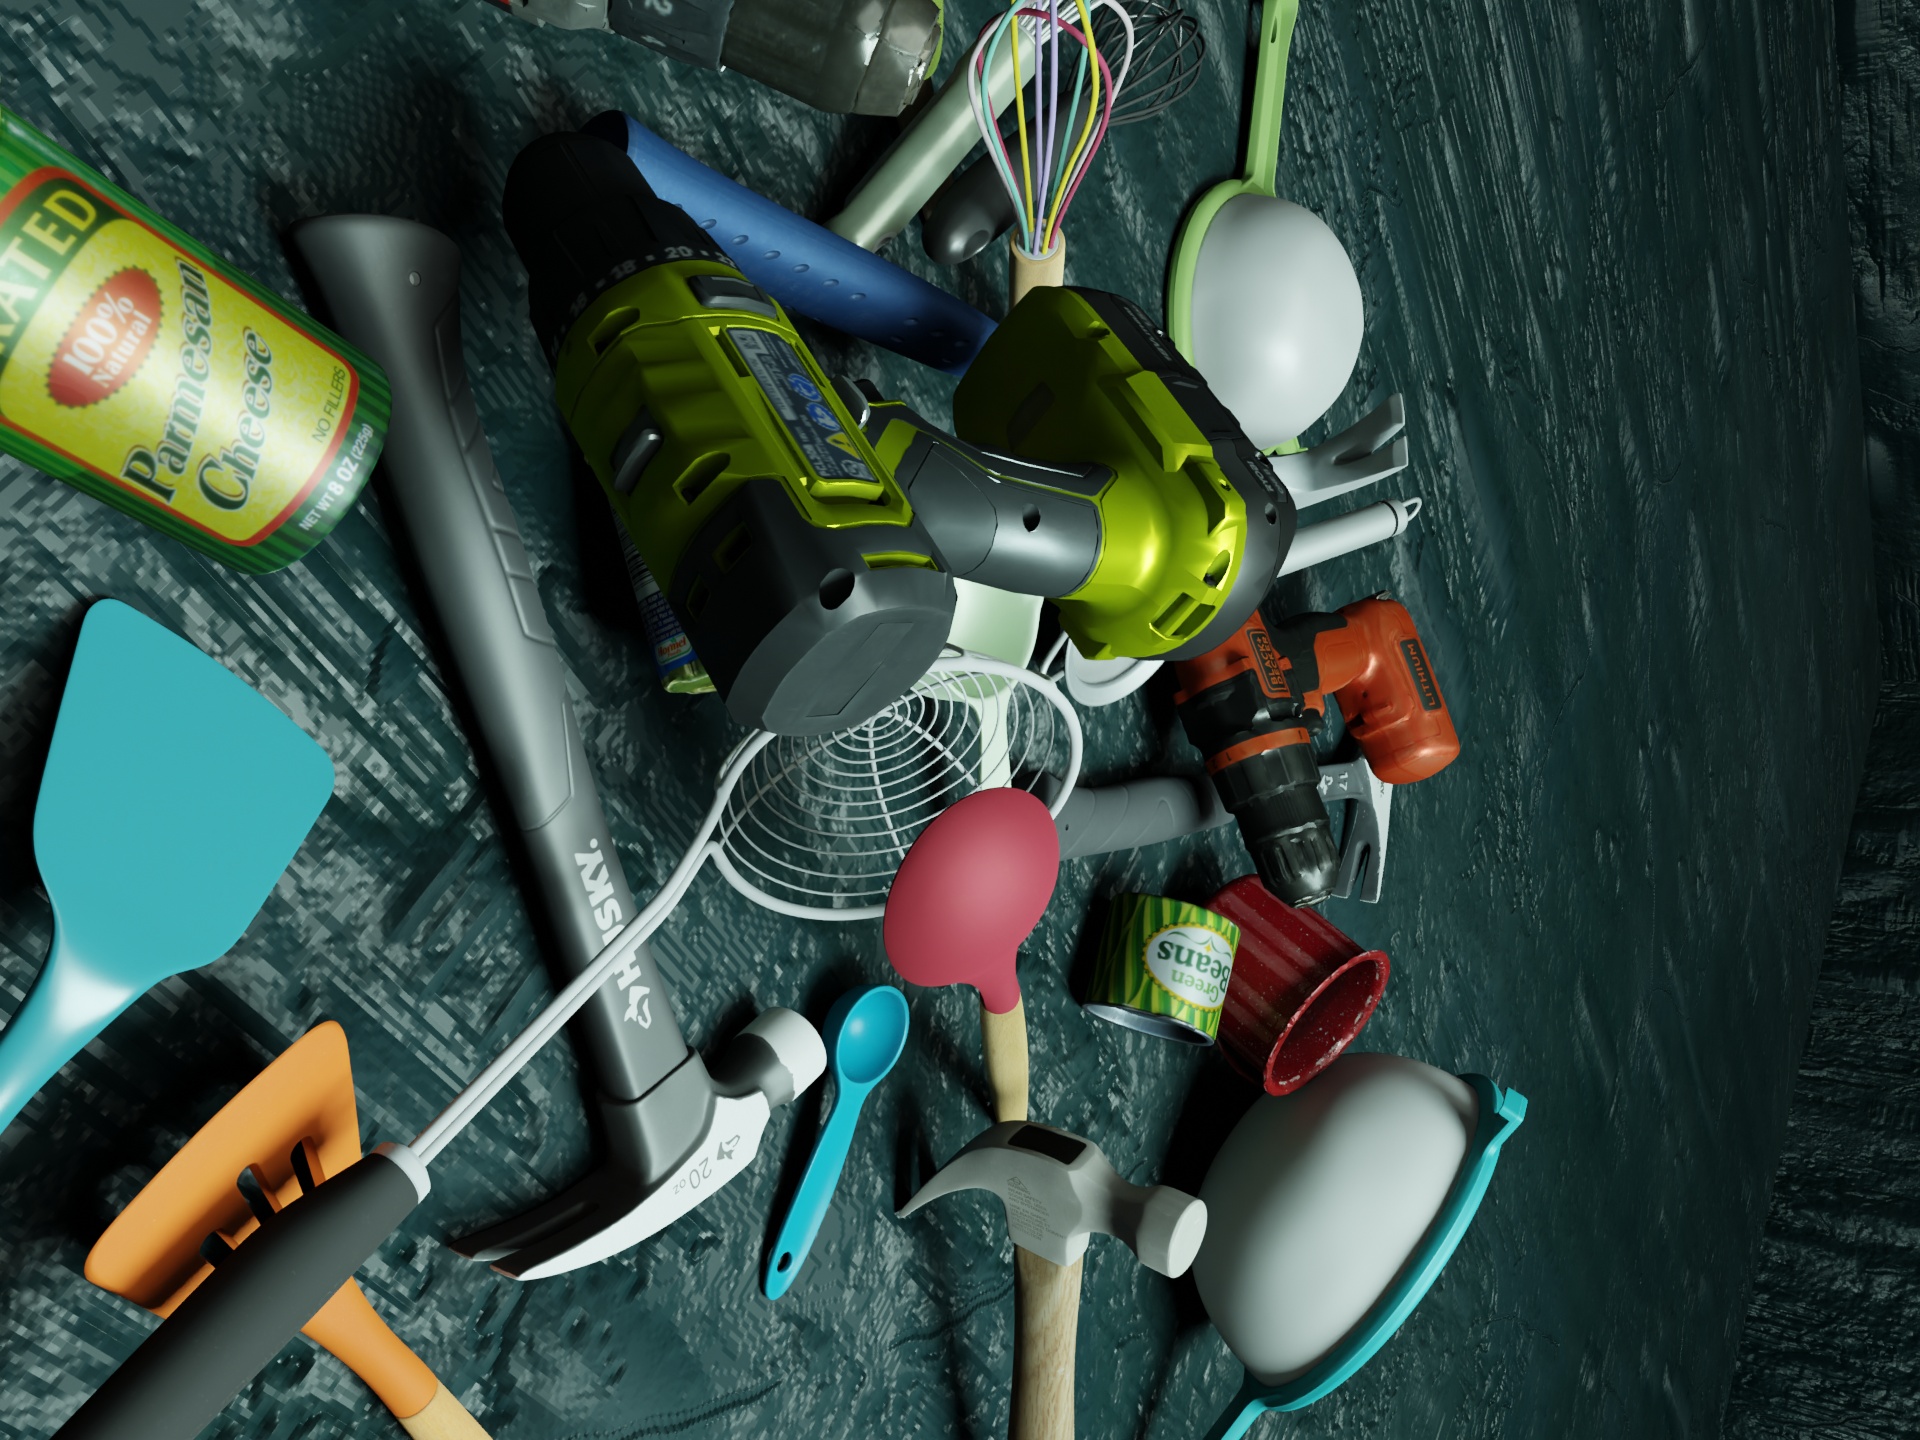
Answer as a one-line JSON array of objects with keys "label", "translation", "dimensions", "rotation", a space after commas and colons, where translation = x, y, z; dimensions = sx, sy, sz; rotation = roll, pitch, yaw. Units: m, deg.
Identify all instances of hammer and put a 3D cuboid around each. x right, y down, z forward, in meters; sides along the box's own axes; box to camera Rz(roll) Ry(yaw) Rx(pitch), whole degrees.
[{"label": "hammer", "translation": [-0.133, 0.014, 0.489], "dimensions": [0.146, 0.035, 0.334], "rotation": [-37, 122, -45]}, {"label": "hammer", "translation": [0.033, 0.318, 0.696], "dimensions": [0.031, 0.130, 0.331], "rotation": [-28, 127, -48]}, {"label": "hammer", "translation": [0.148, 0.046, 0.865], "dimensions": [0.408, 0.036, 0.149], "rotation": [-4, 98, -52]}, {"label": "hammer", "translation": [0.028, -0.141, 0.628], "dimensions": [0.405, 0.144, 0.035], "rotation": [12, 71, -46]}]

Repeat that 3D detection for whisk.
[{"label": "whisk", "translation": [0.030, -0.186, 0.587], "dimensions": [0.051, 0.047, 0.244], "rotation": [-56, 169, -14]}, {"label": "whisk", "translation": [0.045, -0.254, 0.676], "dimensions": [0.239, 0.055, 0.055], "rotation": [-53, 133, -37]}, {"label": "whisk", "translation": [0.026, -0.266, 0.610], "dimensions": [0.059, 0.058, 0.246], "rotation": [40, 82, -9]}]

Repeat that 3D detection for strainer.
[{"label": "strainer", "translation": [0.127, -0.070, 0.750], "dimensions": [0.258, 0.050, 0.086], "rotation": [-20, 134, -28]}, {"label": "strainer", "translation": [0.179, -0.263, 0.839], "dimensions": [0.151, 0.069, 0.256], "rotation": [4, 92, -53]}, {"label": "strainer", "translation": [0.149, 0.302, 0.849], "dimensions": [0.340, 0.095, 0.211], "rotation": [-51, 174, -8]}]

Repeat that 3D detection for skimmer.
[{"label": "skimmer", "translation": [-0.090, 0.097, 0.447], "dimensions": [0.363, 0.090, 0.127], "rotation": [-47, 158, -40]}]

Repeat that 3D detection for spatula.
[{"label": "spatula", "translation": [-0.150, 0.224, 0.486], "dimensions": [0.081, 0.041, 0.322], "rotation": [-51, 132, -38]}, {"label": "spatula", "translation": [-0.250, 0.121, 0.359], "dimensions": [0.082, 0.044, 0.318], "rotation": [50, 60, -44]}]

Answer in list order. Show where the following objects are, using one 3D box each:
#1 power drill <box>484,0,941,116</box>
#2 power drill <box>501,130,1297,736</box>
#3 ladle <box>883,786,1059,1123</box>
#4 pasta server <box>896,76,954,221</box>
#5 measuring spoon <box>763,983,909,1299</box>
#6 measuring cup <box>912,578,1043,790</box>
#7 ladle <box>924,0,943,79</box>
[{"label": "power drill", "translation": [-0.069, -0.281, 0.439], "dimensions": [0.188, 0.080, 0.227], "rotation": [23, 70, -8]}, {"label": "power drill", "translation": [-0.017, -0.090, 0.479], "dimensions": [0.228, 0.080, 0.191], "rotation": [-4, 54, -47]}, {"label": "ladle", "translation": [0.014, 0.112, 0.598], "dimensions": [0.069, 0.031, 0.315], "rotation": [-39, 156, -16]}, {"label": "pasta server", "translation": [-0.047, -0.322, 0.575], "dimensions": [0.060, 0.040, 0.316], "rotation": [-47, 133, -39]}, {"label": "measuring spoon", "translation": [-0.057, 0.163, 0.627], "dimensions": [0.042, 0.021, 0.128], "rotation": [29, 80, -51]}, {"label": "measuring cup", "translation": [-0.001, -0.002, 0.661], "dimensions": [0.083, 0.038, 0.167], "rotation": [-21, 112, -50]}, {"label": "ladle", "translation": [0.018, -0.325, 0.601], "dimensions": [0.320, 0.062, 0.078], "rotation": [-61, 153, -44]}]
